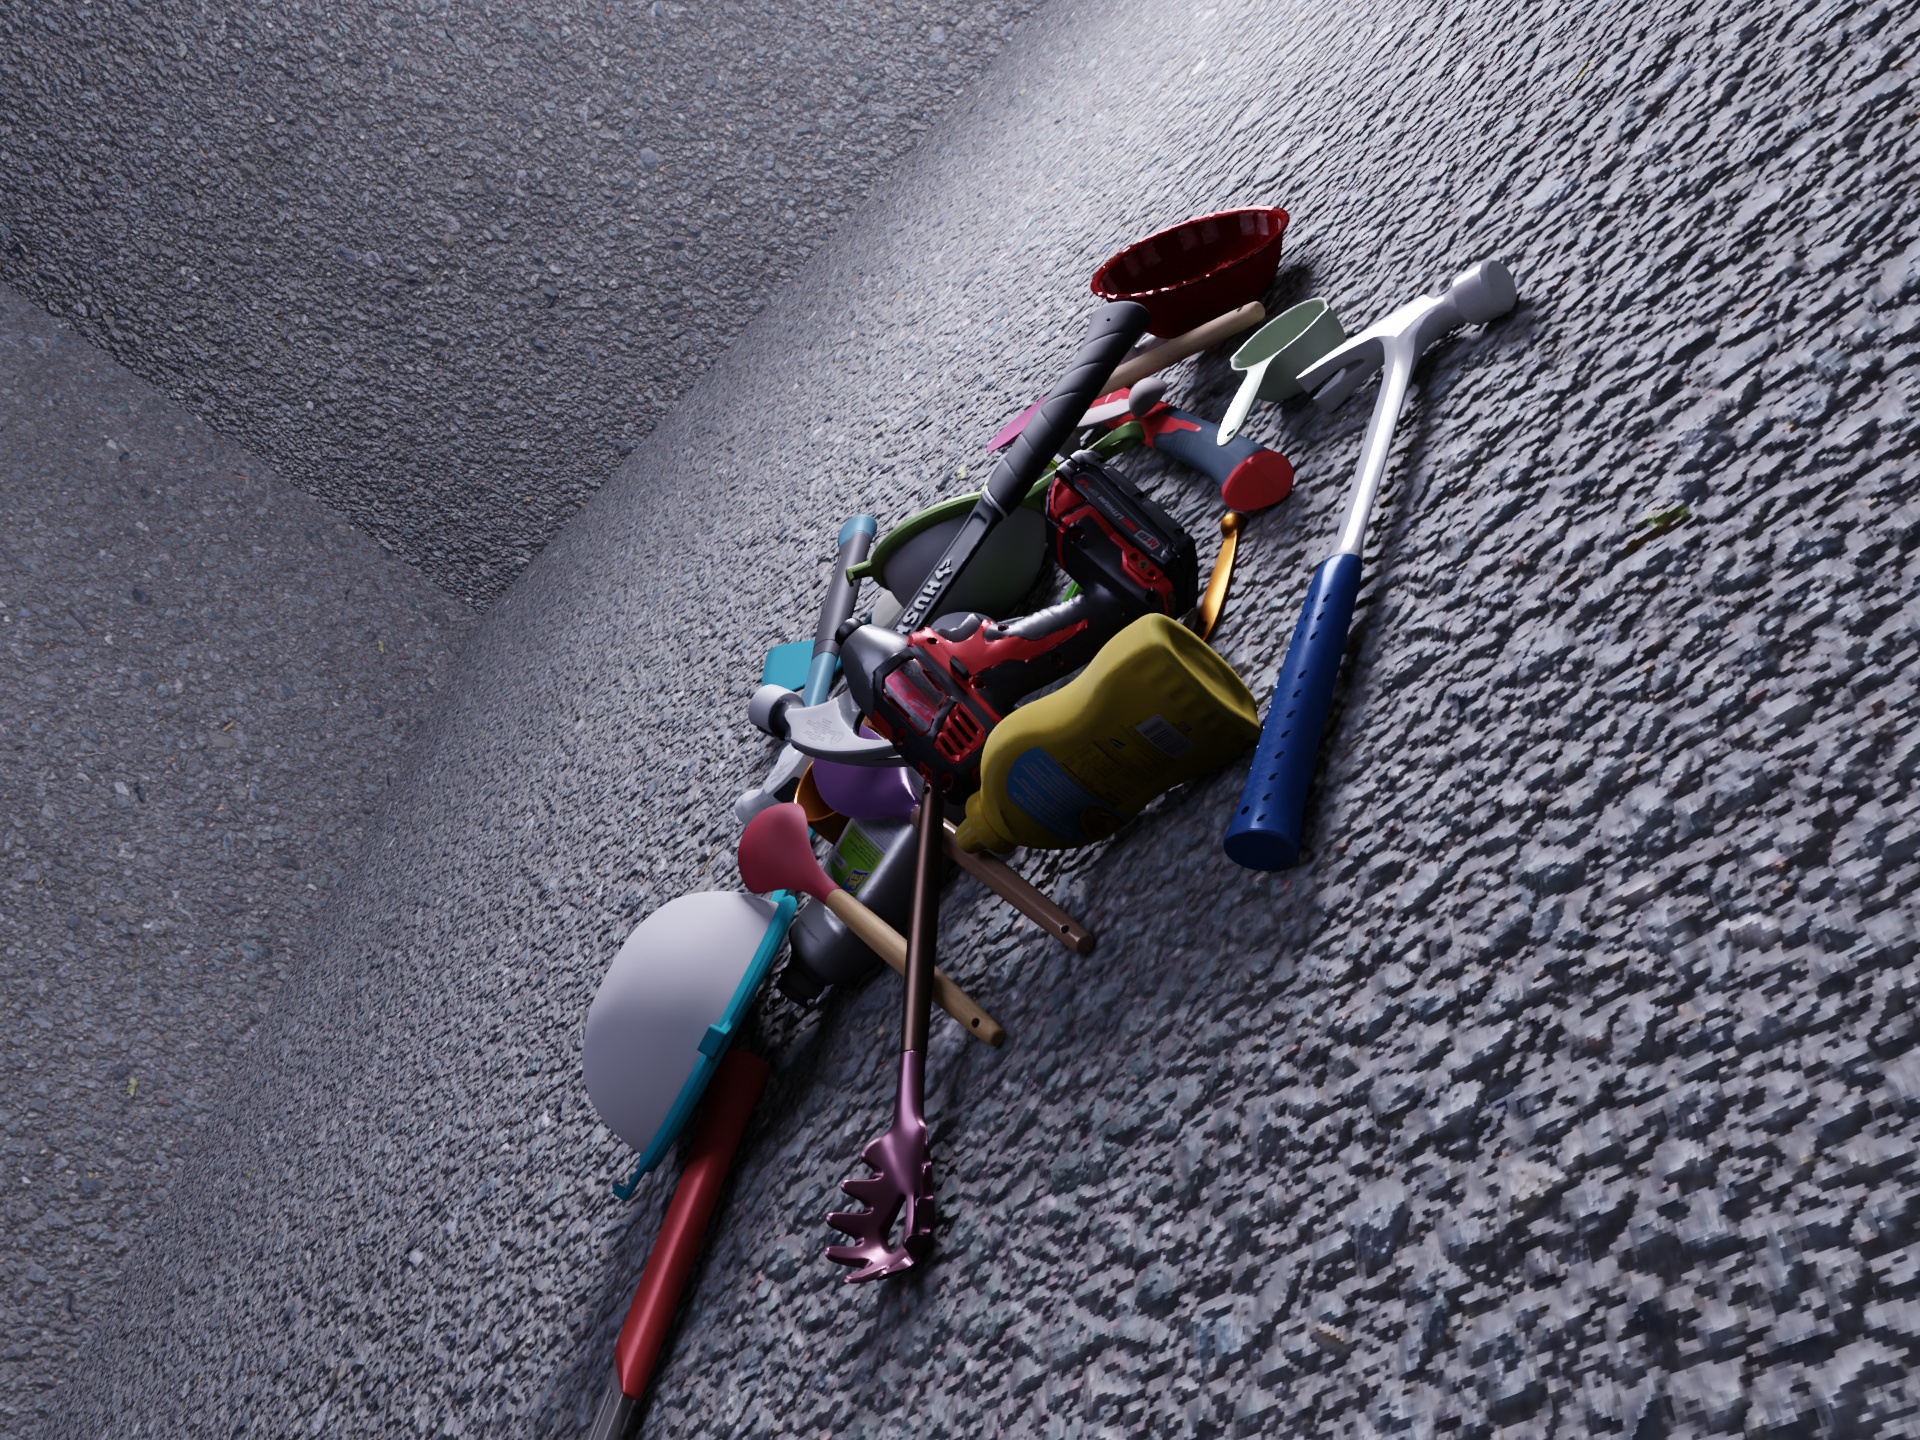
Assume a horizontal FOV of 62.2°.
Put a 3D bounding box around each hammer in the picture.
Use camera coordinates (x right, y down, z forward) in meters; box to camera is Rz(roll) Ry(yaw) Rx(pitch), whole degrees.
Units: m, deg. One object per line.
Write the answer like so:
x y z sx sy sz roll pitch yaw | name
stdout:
0.165 -0.229 1.186 0.143 0.038 0.387 -48 23 5 | hammer
-0.188 0.367 0.982 0.149 0.036 0.359 -28 33 45 | hammer
0.017 -0.138 1.113 0.149 0.036 0.409 22 70 40 | hammer
0.213 -0.093 0.894 0.144 0.035 0.406 -22 37 50 | hammer
-0.119 -0.061 1.405 0.128 0.033 0.331 -34 33 38 | hammer

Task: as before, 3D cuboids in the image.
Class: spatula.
-0.014 0.072 1.002 0.060 0.018 0.316 -55 39 -2 | spatula
-0.063 -0.118 1.453 0.317 0.044 0.082 -39 31 27 | spatula

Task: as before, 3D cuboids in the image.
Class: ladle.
-0.067 0.126 1.013 0.316 0.031 0.069 31 90 50 | ladle

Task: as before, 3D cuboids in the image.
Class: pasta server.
-0.029 0.163 0.907 0.060 0.040 0.316 -19 50 30 | pasta server

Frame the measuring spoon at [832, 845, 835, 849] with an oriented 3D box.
-0.055 0.069 1.186 0.128 0.021 0.042 -35 28 35 | measuring spoon

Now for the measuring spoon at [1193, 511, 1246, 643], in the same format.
0.163 -0.092 1.019 0.021 0.011 0.117 -26 34 47 | measuring spoon

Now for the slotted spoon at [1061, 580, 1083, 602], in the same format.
-0.002 -0.004 1.187 0.313 0.031 0.070 -43 10 26 | slotted spoon

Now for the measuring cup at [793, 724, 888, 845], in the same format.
-0.042 0.025 1.163 0.173 0.052 0.095 -41 30 5 | measuring cup

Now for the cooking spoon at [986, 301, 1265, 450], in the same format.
0.121 -0.267 1.252 0.319 0.017 0.069 -14 31 54 | cooking spoon

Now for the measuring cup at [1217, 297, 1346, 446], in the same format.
0.209 -0.220 1.058 0.083 0.038 0.168 -21 29 45 | measuring cup

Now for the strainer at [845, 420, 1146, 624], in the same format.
0.046 -0.135 1.204 0.256 0.151 0.069 -30 69 36 | strainer

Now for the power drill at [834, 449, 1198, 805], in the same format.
0.032 -0.062 1.001 0.219 0.143 0.078 -40 -24 -11 | power drill

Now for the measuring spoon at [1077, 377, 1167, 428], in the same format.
0.116 -0.244 1.225 0.034 0.018 0.124 -57 23 -16 | measuring spoon

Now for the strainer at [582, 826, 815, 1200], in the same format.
-0.190 0.162 1.158 0.211 0.095 0.341 -58 7 35 | strainer

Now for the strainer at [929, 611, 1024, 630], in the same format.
-0.039 -0.018 1.239 0.258 0.087 0.050 -46 66 36 | strainer
